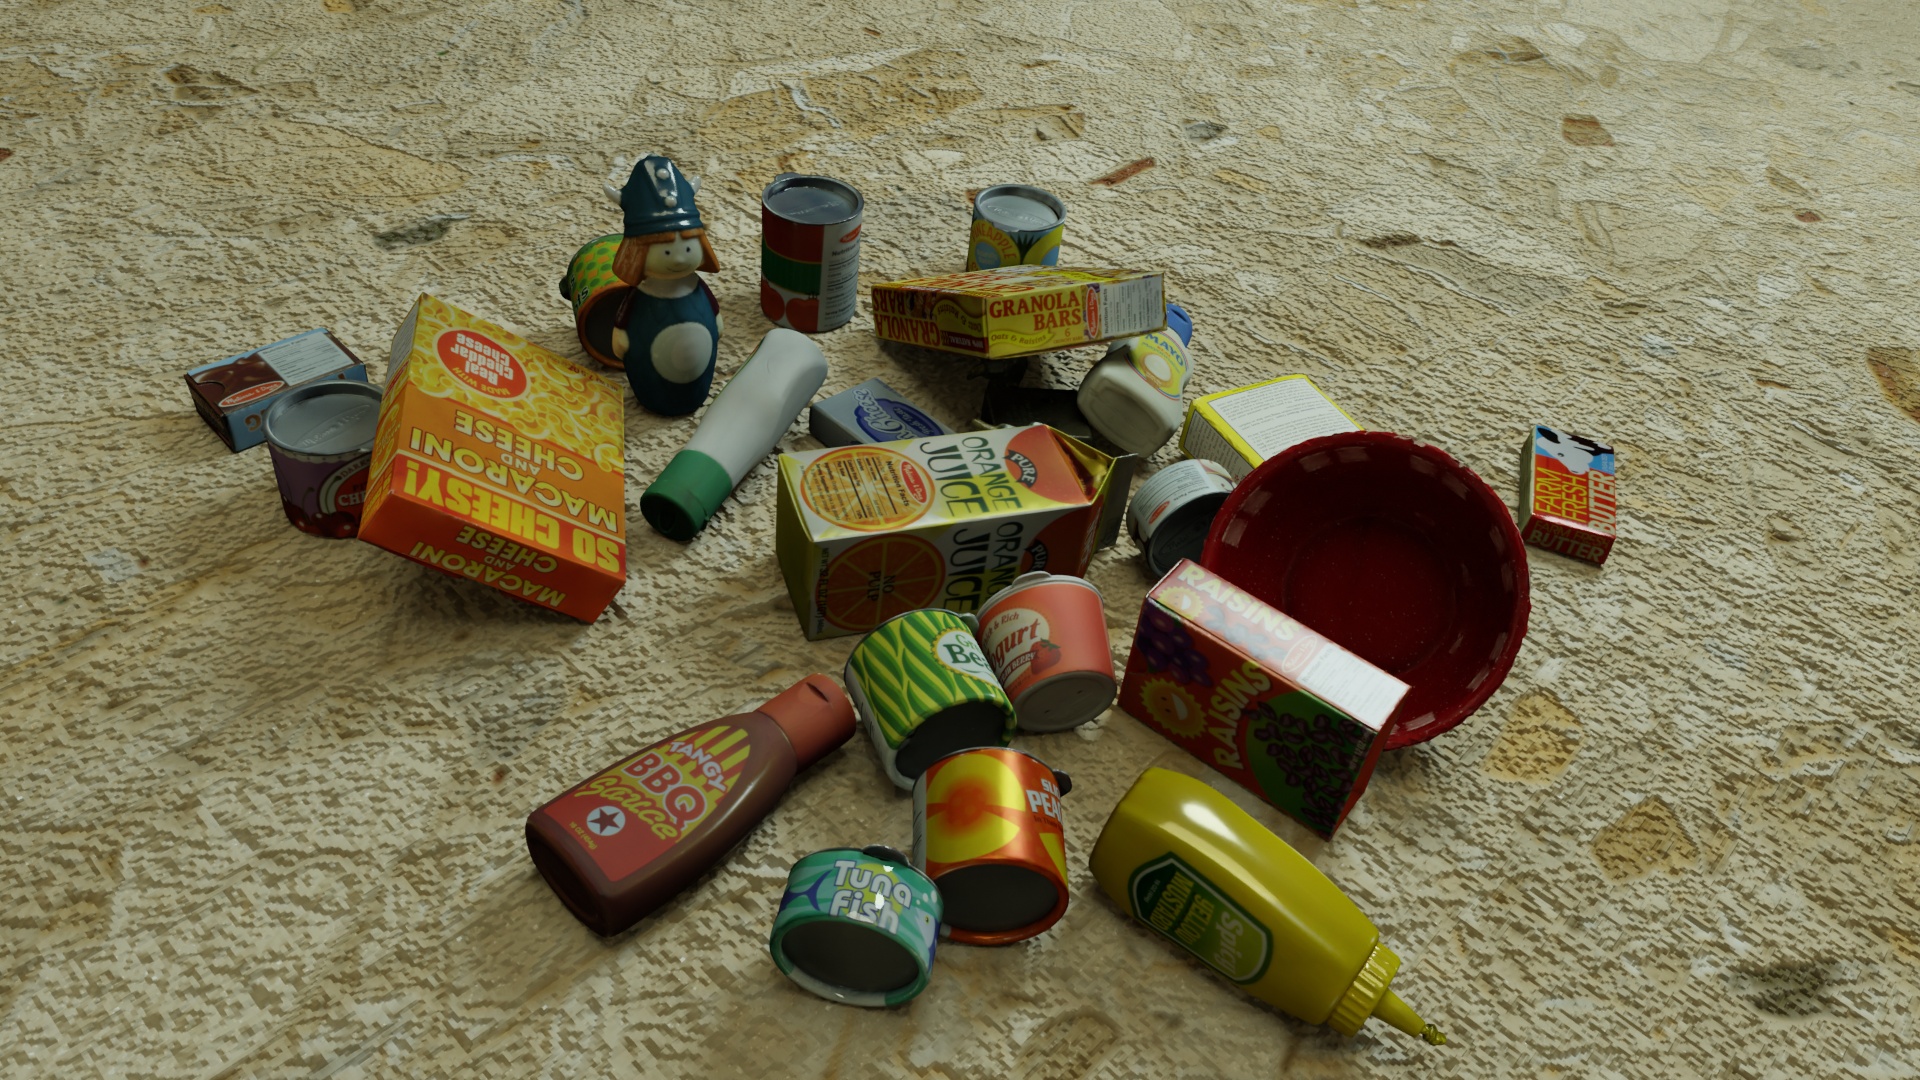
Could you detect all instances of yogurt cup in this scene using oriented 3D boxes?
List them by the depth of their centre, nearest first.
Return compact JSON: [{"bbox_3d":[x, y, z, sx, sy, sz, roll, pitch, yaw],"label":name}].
[{"bbox_3d":[0.044,0.058,0.685,0.072,0.072,0.054,-4,51,-14],"label":"yogurt cup"}]

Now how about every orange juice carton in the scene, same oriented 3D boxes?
[{"bbox_3d":[0.003,-0.009,0.746,0.193,0.071,0.073,-8,44,-18],"label":"orange juice carton"}]

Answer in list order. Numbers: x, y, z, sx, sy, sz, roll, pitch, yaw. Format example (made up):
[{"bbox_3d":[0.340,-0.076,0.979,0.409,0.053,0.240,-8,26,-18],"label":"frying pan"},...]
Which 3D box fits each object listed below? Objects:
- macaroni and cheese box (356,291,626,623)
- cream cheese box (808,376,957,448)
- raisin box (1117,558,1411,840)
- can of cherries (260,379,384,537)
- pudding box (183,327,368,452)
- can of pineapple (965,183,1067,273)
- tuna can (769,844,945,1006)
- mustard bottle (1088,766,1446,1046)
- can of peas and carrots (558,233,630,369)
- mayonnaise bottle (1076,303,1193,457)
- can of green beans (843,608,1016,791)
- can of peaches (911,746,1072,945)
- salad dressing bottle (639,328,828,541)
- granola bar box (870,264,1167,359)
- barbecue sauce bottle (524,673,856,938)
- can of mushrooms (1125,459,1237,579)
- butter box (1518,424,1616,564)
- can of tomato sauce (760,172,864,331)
[{"bbox_3d":[-0.239,-0.044,0.728,0.123,0.040,0.167,25,32,-33],"label":"macaroni and cheese box"},{"bbox_3d":[-0.037,-0.058,0.830,0.053,0.024,0.104,-30,54,-35],"label":"cream cheese box"},{"bbox_3d":[0.140,0.075,0.664,0.123,0.085,0.040,32,51,24],"label":"raisin box"},{"bbox_3d":[-0.328,-0.042,0.737,0.071,0.058,0.072,5,40,-5],"label":"can of cherries"},{"bbox_3d":[-0.392,-0.088,0.799,0.050,0.030,0.084,37,49,27],"label":"pudding box"},{"bbox_3d":[0.038,-0.213,0.993,0.071,0.057,0.071,5,41,-4],"label":"can of pineapple"},{"bbox_3d":[-0.040,0.154,0.555,0.071,0.070,0.033,11,42,3],"label":"tuna can"},{"bbox_3d":[0.131,0.161,0.584,0.160,0.065,0.049,33,42,20],"label":"mustard bottle"},{"bbox_3d":[-0.213,-0.149,0.872,0.071,0.070,0.059,-8,44,-18],"label":"can of peas and carrots"},{"bbox_3d":[0.119,-0.110,0.890,0.065,0.041,0.149,38,35,-5],"label":"mayonnaise bottle"},{"bbox_3d":[-0.014,0.075,0.652,0.071,0.070,0.058,-11,45,-21],"label":"can of green beans"},{"bbox_3d":[0.014,0.131,0.593,0.071,0.070,0.058,4,42,-5],"label":"can of peaches"},{"bbox_3d":[-0.128,-0.062,0.795,0.044,0.064,0.148,31,51,-1],"label":"salad dressing bottle"},{"bbox_3d":[0.033,-0.146,0.876,0.124,0.039,0.165,-12,17,-24],"label":"granola bar box"},{"bbox_3d":[-0.112,0.109,0.614,0.065,0.043,0.149,35,47,29],"label":"barbecue sauce bottle"},{"bbox_3d":[0.129,-0.010,0.776,0.071,0.070,0.033,-8,43,-18],"label":"can of mushrooms"},{"bbox_3d":[0.380,-0.030,0.871,0.053,0.024,0.104,17,42,10],"label":"butter box"},{"bbox_3d":[-0.102,-0.192,0.926,0.071,0.082,0.071,5,41,-4],"label":"can of tomato sauce"}]
